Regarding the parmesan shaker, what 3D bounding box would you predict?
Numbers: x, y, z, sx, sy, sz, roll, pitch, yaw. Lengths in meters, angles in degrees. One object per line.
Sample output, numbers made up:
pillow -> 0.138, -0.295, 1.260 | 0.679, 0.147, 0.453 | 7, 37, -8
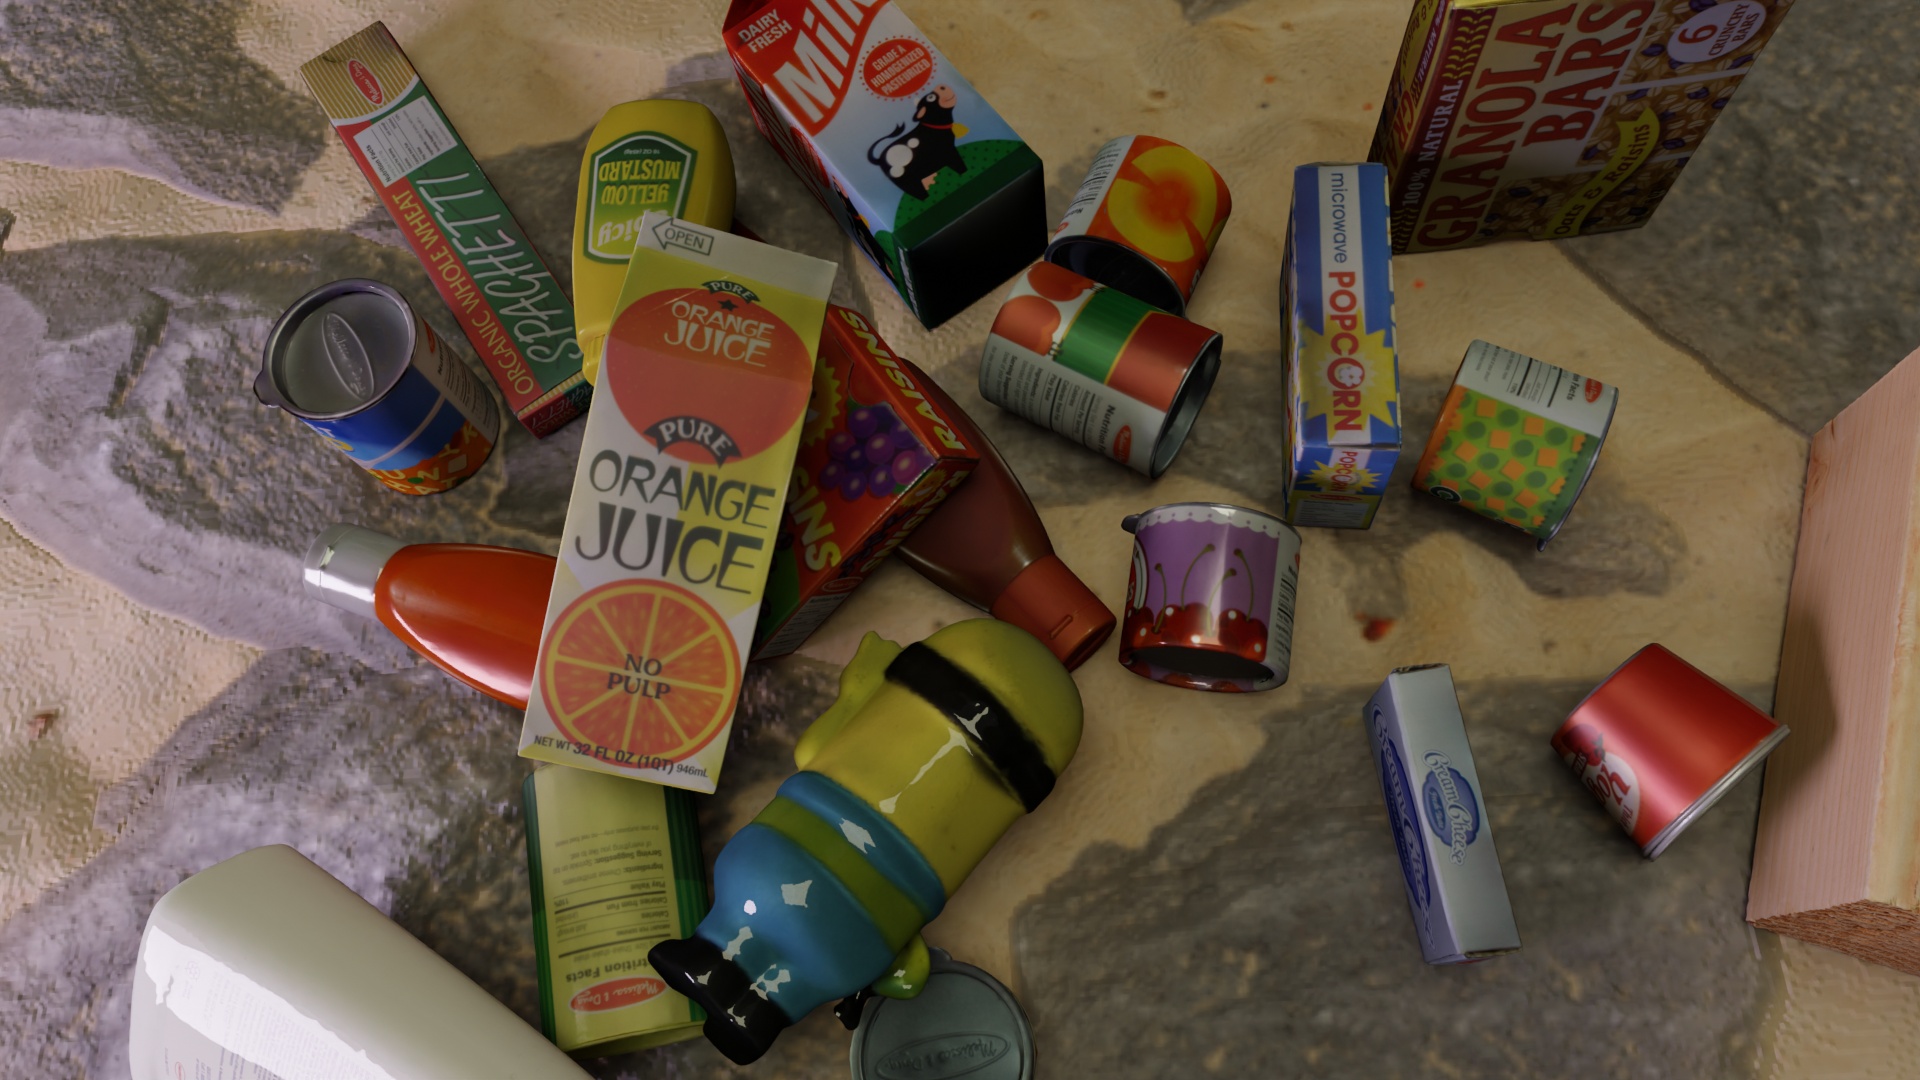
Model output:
parmesan shaker -> -0.125, 0.137, 0.526 | 0.071, 0.071, 0.103 | -13, 68, 1

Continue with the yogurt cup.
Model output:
yogurt cup -> 0.257, 0.075, 0.510 | 0.072, 0.072, 0.054 | -38, 62, -8

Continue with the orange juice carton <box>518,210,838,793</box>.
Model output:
orange juice carton -> -0.100, -0.016, 0.503 | 0.072, 0.073, 0.192 | 13, 99, -9

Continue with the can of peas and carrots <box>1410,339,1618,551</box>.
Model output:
can of peas and carrots -> 0.220, -0.039, 0.557 | 0.059, 0.070, 0.071 | 24, 74, 15

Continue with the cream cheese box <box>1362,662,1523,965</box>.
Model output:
cream cheese box -> 0.176, 0.102, 0.513 | 0.024, 0.053, 0.104 | -8, 68, 1

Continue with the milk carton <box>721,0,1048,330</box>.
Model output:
milk carton -> -0.045, -0.197, 0.643 | 0.073, 0.072, 0.191 | -36, 69, -7

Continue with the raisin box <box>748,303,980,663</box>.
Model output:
raisin box -> -0.064, -0.023, 0.563 | 0.123, 0.040, 0.086 | -45, 71, 20

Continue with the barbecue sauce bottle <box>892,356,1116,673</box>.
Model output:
barbecue sauce bottle -> 0.002, -0.007, 0.579 | 0.065, 0.043, 0.149 | -44, 71, 2

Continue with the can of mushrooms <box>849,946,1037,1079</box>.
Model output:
can of mushrooms -> -0.005, 0.187, 0.510 | 0.071, 0.033, 0.071 | -2, 69, 6

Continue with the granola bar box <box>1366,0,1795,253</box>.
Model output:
granola bar box -> 0.236, -0.177, 0.554 | 0.124, 0.165, 0.039 | -6, 70, 4

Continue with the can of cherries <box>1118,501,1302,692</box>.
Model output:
can of cherries -> 0.095, 0.024, 0.546 | 0.071, 0.071, 0.058 | 7, 71, 9

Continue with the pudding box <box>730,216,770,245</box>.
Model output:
pudding box -> -0.129, -0.136, 0.651 | 0.084, 0.030, 0.050 | 40, 79, 18

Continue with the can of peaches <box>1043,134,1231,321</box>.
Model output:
can of peaches -> 0.080, -0.133, 0.609 | 0.071, 0.071, 0.058 | 22, 73, 14

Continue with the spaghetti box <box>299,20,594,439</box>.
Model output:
spaghetti box -> -0.244, -0.154, 0.671 | 0.050, 0.028, 0.250 | -34, 69, -7

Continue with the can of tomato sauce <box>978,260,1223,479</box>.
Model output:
can of tomato sauce -> 0.060, -0.074, 0.587 | 0.083, 0.071, 0.071 | 26, 74, 16

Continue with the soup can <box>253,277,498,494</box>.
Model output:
soup can -> -0.253, -0.064, 0.607 | 0.071, 0.083, 0.071 | -2, 69, 6

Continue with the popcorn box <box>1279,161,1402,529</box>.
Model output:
popcorn box -> 0.153, -0.078, 0.568 | 0.038, 0.085, 0.127 | 1, 70, 8

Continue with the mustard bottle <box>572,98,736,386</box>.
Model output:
mustard bottle -> -0.135, -0.113, 0.599 | 0.065, 0.048, 0.161 | -1, 69, 8

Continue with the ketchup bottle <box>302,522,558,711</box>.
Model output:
ketchup bottle -> -0.205, 0.029, 0.587 | 0.149, 0.043, 0.065 | 17, 79, 13
